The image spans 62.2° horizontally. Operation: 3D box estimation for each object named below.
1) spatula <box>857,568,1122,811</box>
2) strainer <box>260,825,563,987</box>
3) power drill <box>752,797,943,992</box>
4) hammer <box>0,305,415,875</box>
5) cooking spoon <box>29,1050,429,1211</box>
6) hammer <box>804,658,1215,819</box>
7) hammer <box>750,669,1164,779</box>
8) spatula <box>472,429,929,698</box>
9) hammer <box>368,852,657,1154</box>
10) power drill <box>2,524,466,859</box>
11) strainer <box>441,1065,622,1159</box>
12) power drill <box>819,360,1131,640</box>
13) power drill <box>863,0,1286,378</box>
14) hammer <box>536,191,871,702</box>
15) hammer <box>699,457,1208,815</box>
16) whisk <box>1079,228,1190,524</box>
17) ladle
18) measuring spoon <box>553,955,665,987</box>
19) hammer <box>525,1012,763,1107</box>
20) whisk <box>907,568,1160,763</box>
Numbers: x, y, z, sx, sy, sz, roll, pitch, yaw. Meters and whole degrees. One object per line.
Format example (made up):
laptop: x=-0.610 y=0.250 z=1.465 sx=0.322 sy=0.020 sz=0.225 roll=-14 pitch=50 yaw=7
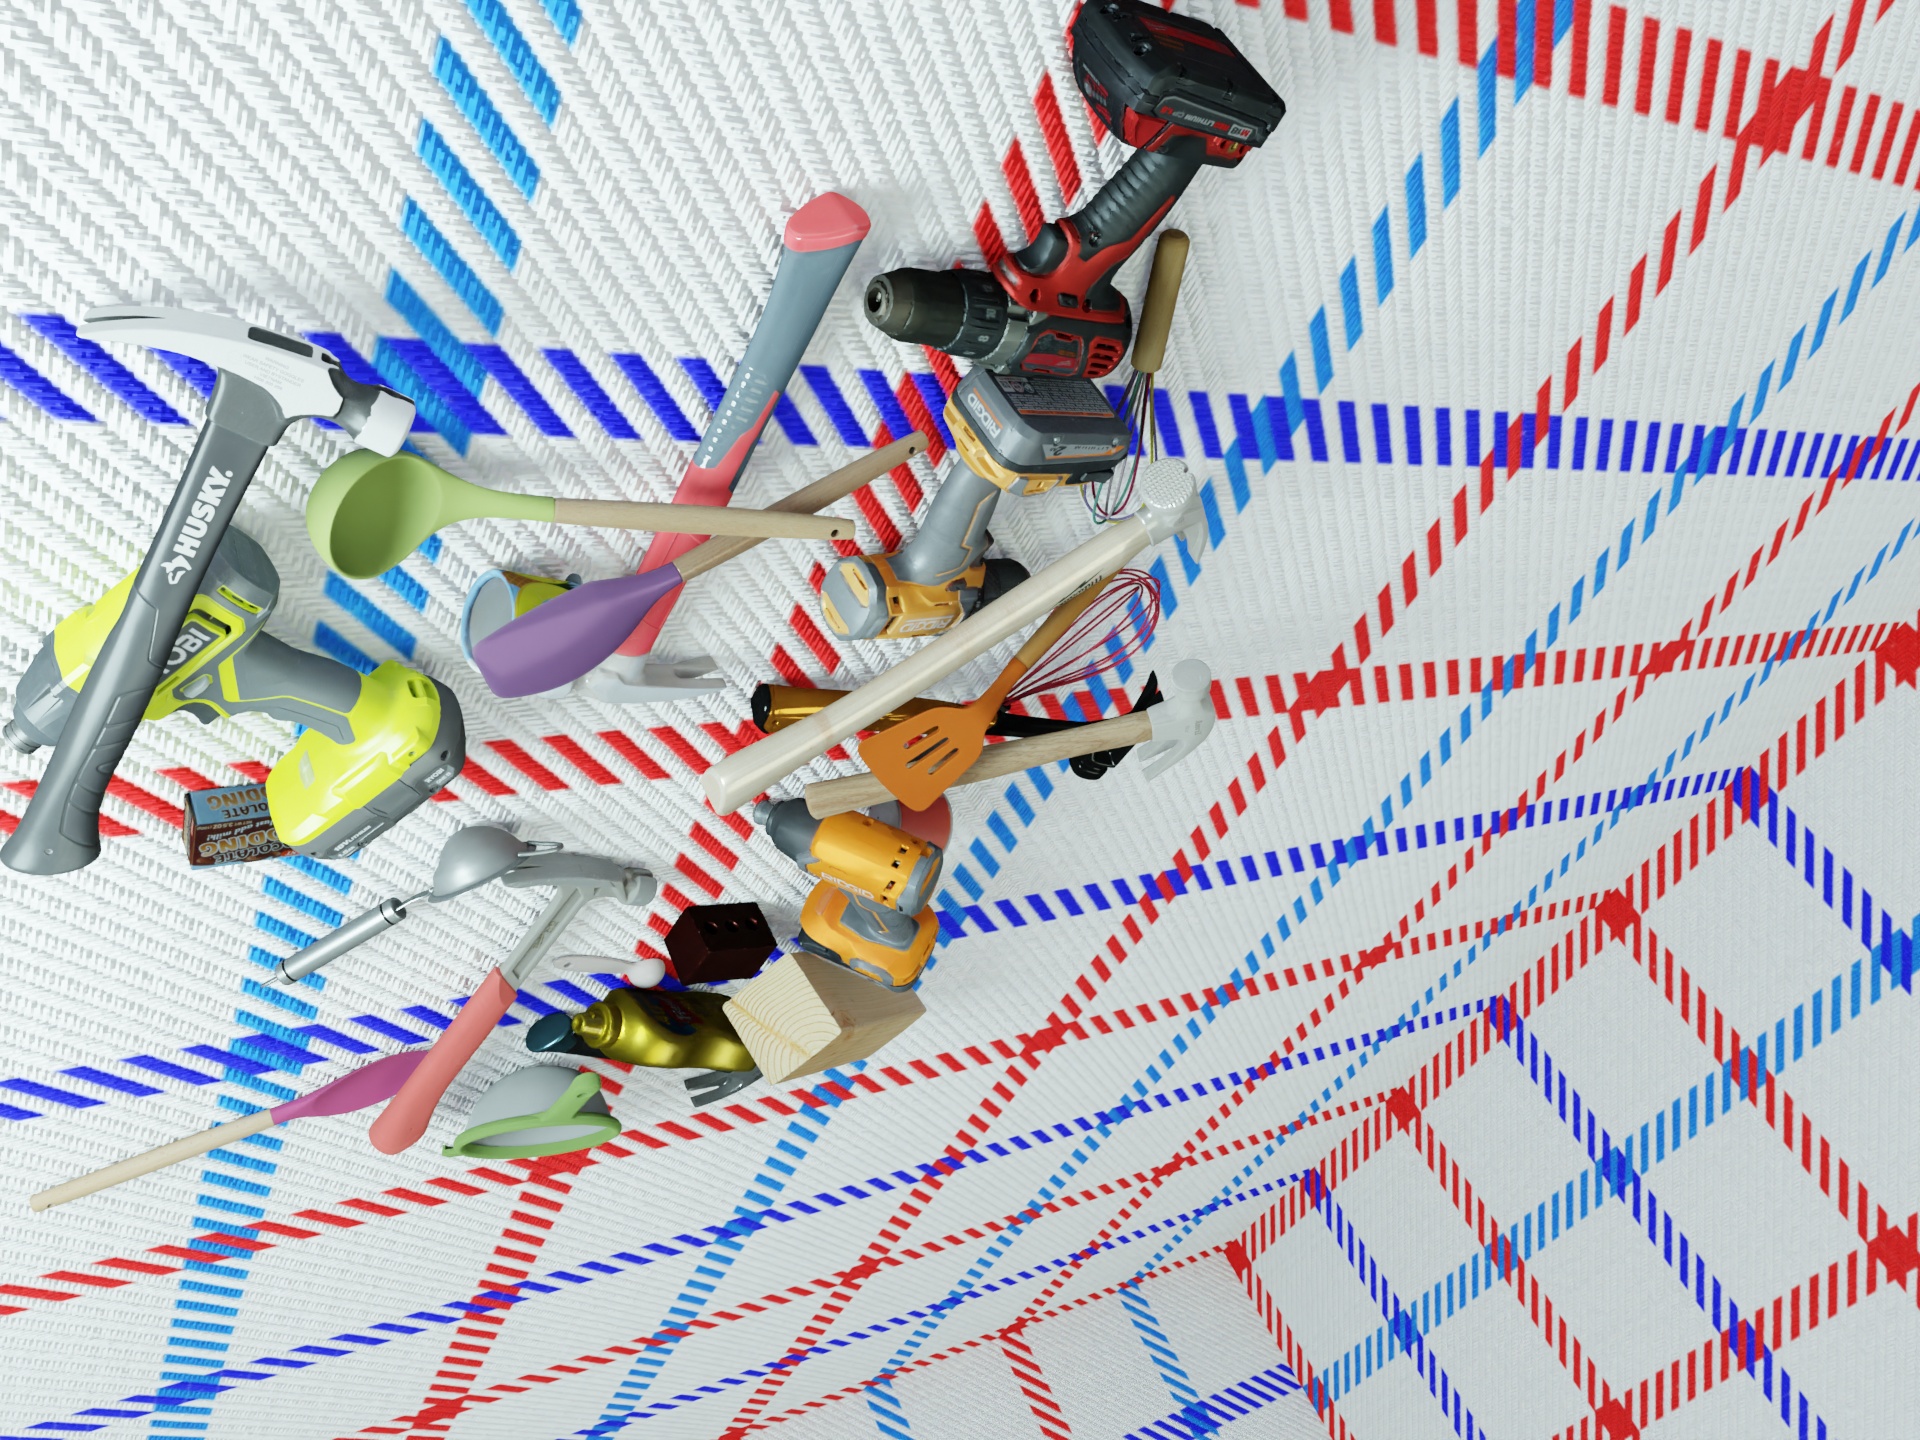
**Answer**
spatula: x=0.057 y=-0.064 z=1.221 sx=0.322 sy=0.041 sz=0.081 roll=-47 pitch=119 yaw=-9
strainer: x=-0.413 y=0.135 z=1.173 sx=0.258 sy=0.050 sz=0.087 roll=-30 pitch=-167 yaw=8
power drill: x=-0.097 y=0.144 z=1.379 sx=0.226 sy=0.164 sz=0.084 roll=90 pitch=25 yaw=-60
hammer: x=-0.417 y=-0.053 z=0.808 sx=0.146 sy=0.035 sz=0.334 roll=23 pitch=112 yaw=-30
cooking spoon: x=-0.601 y=0.340 z=1.327 sx=0.319 sy=0.017 sz=0.068 roll=-18 pitch=146 yaw=-21
hammer: x=0.040 y=0.030 z=1.273 sx=0.331 sy=0.031 sz=0.130 roll=-13 pitch=149 yaw=2
hammer: x=-0.002 y=-0.004 z=1.264 sx=0.336 sy=0.034 sz=0.127 roll=4 pitch=145 yaw=-27
spatula: x=-0.153 y=-0.103 z=0.989 sx=0.316 sy=0.018 sz=0.059 roll=-32 pitch=134 yaw=-15
hammer: x=-0.404 y=0.241 z=1.323 sx=0.149 sy=0.037 sz=0.359 roll=12 pitch=126 yaw=-50
power drill: x=-0.418 y=-0.006 z=0.934 sx=0.171 sy=0.080 sz=0.223 roll=-36 pitch=145 yaw=7
strainer: x=-0.370 y=0.336 z=1.436 sx=0.151 sy=0.069 sz=0.256 roll=4 pitch=152 yaw=-28
power drill: x=0.023 y=-0.143 z=1.115 sx=0.185 sy=0.084 sz=0.226 roll=-9 pitch=148 yaw=-45
power drill: x=0.060 y=-0.298 z=0.928 sx=0.187 sy=0.080 sz=0.226 roll=-3 pitch=142 yaw=-38
hammer: x=-0.142 y=-0.152 z=0.995 sx=0.143 sy=0.038 sz=0.386 roll=-2 pitch=139 yaw=-42
hammer: x=-0.004 y=-0.048 z=1.151 sx=0.410 sy=0.038 sz=0.146 roll=-32 pitch=163 yaw=5
whisk: x=0.121 y=-0.231 z=1.112 sx=0.051 sy=0.047 sz=0.244 roll=-28 pitch=147 yaw=-29
ladle: x=-0.208 y=-0.114 z=0.923 sx=0.320 sy=0.062 sz=0.078 roll=1 pitch=130 yaw=-26
measuring spoon: x=-0.310 y=0.224 z=1.412 sx=0.034 sy=0.018 sz=0.124 roll=-44 pitch=146 yaw=20
hammer: x=-0.291 y=0.322 z=1.557 sx=0.128 sy=0.033 sz=0.330 roll=-41 pitch=148 yaw=14
whisk: x=0.050 y=-0.029 z=1.328 sx=0.296 sy=0.073 sz=0.073 roll=-37 pitch=149 yaw=22
